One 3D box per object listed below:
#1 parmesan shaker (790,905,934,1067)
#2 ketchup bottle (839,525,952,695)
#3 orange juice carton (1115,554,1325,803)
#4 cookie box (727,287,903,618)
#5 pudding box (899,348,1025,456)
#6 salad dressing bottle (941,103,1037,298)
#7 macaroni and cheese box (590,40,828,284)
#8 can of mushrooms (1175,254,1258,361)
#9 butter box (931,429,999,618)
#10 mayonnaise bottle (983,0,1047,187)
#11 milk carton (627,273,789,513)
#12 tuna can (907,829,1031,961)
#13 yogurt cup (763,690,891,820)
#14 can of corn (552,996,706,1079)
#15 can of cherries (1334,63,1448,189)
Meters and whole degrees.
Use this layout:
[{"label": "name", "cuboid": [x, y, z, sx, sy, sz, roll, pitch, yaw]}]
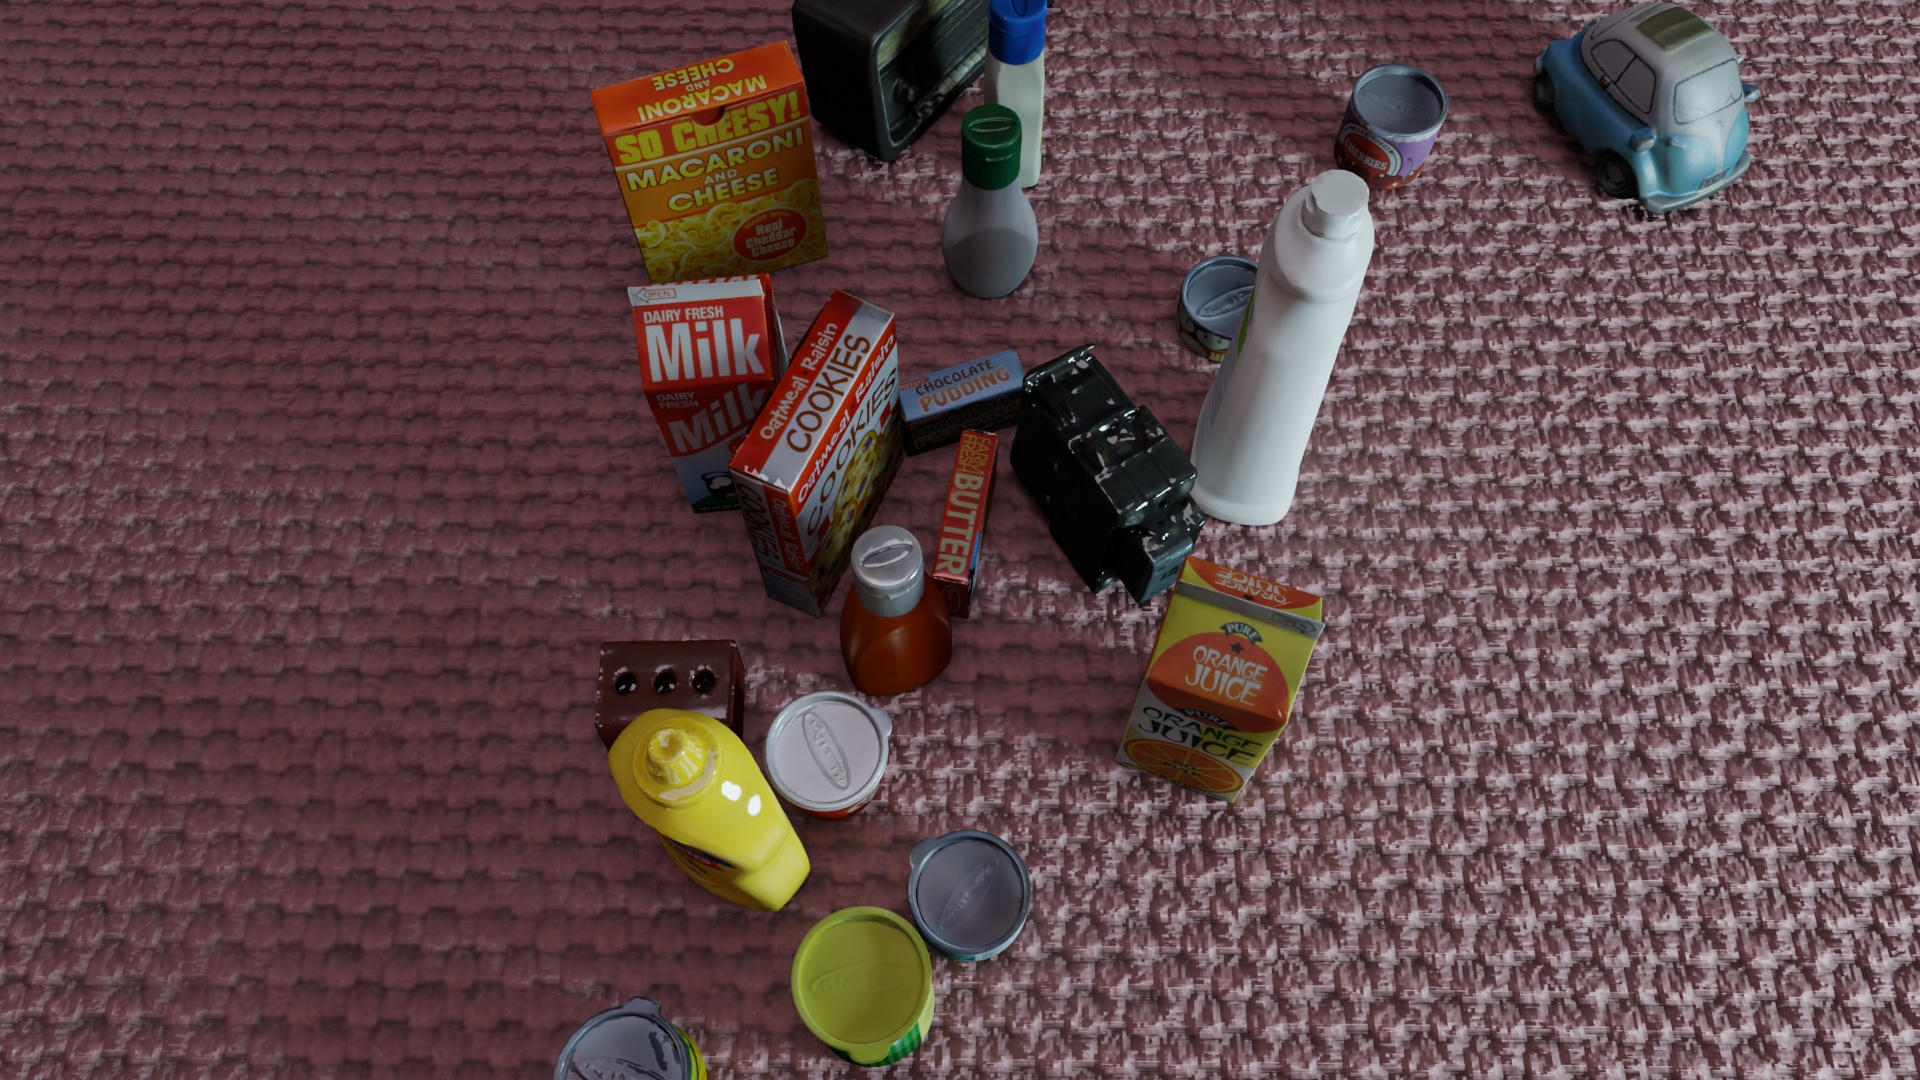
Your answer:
[{"label": "parmesan shaker", "cuboid": [-0.047, 0.230, 0.698, 0.071, 0.102, 0.071, 0, 64, 0]}, {"label": "ketchup bottle", "cuboid": [-0.037, 0.040, 0.765, 0.065, 0.148, 0.044, -19, 66, -9]}, {"label": "orange juice carton", "cuboid": [0.134, 0.069, 0.727, 0.072, 0.191, 0.073, 19, 66, 9]}, {"label": "cookie box", "cuboid": [-0.078, -0.045, 0.796, 0.040, 0.166, 0.123, 22, 66, 10]}, {"label": "pudding box", "cuboid": [0.000, -0.088, 0.882, 0.084, 0.049, 0.030, -17, 66, -8]}, {"label": "salad dressing bottle", "cuboid": [0.019, -0.215, 0.890, 0.064, 0.147, 0.044, -5, 65, -2]}, {"label": "macaroni and cheese box", "cuboid": [-0.154, -0.229, 0.886, 0.124, 0.165, 0.040, -18, 66, -9]}, {"label": "can of mushrooms", "cuboid": [0.179, -0.152, 0.923, 0.071, 0.033, 0.071, 0, 64, 0]}, {"label": "butter box", "cuboid": [0.003, -0.011, 0.843, 0.024, 0.053, 0.104, 10, 64, 4]}, {"label": "mayonnaise bottle", "cuboid": [0.037, -0.306, 0.934, 0.041, 0.147, 0.065, -6, 65, -3]}, {"label": "milk carton", "cuboid": [-0.138, -0.092, 0.806, 0.072, 0.189, 0.074, -5, 65, -2]}, {"label": "tuna can", "cuboid": [0.003, 0.192, 0.755, 0.071, 0.032, 0.071, 0, 64, 0]}, {"label": "yogurt cup", "cuboid": [-0.073, 0.124, 0.776, 0.072, 0.053, 0.072, 0, 64, 0]}, {"label": "can of corn", "cuboid": [-0.164, 0.271, 0.702, 0.071, 0.058, 0.071, 0, 64, 0]}, {"label": "can of cherries", "cuboid": [0.300, -0.289, 0.977, 0.071, 0.058, 0.072, 0, 64, 0]}]
